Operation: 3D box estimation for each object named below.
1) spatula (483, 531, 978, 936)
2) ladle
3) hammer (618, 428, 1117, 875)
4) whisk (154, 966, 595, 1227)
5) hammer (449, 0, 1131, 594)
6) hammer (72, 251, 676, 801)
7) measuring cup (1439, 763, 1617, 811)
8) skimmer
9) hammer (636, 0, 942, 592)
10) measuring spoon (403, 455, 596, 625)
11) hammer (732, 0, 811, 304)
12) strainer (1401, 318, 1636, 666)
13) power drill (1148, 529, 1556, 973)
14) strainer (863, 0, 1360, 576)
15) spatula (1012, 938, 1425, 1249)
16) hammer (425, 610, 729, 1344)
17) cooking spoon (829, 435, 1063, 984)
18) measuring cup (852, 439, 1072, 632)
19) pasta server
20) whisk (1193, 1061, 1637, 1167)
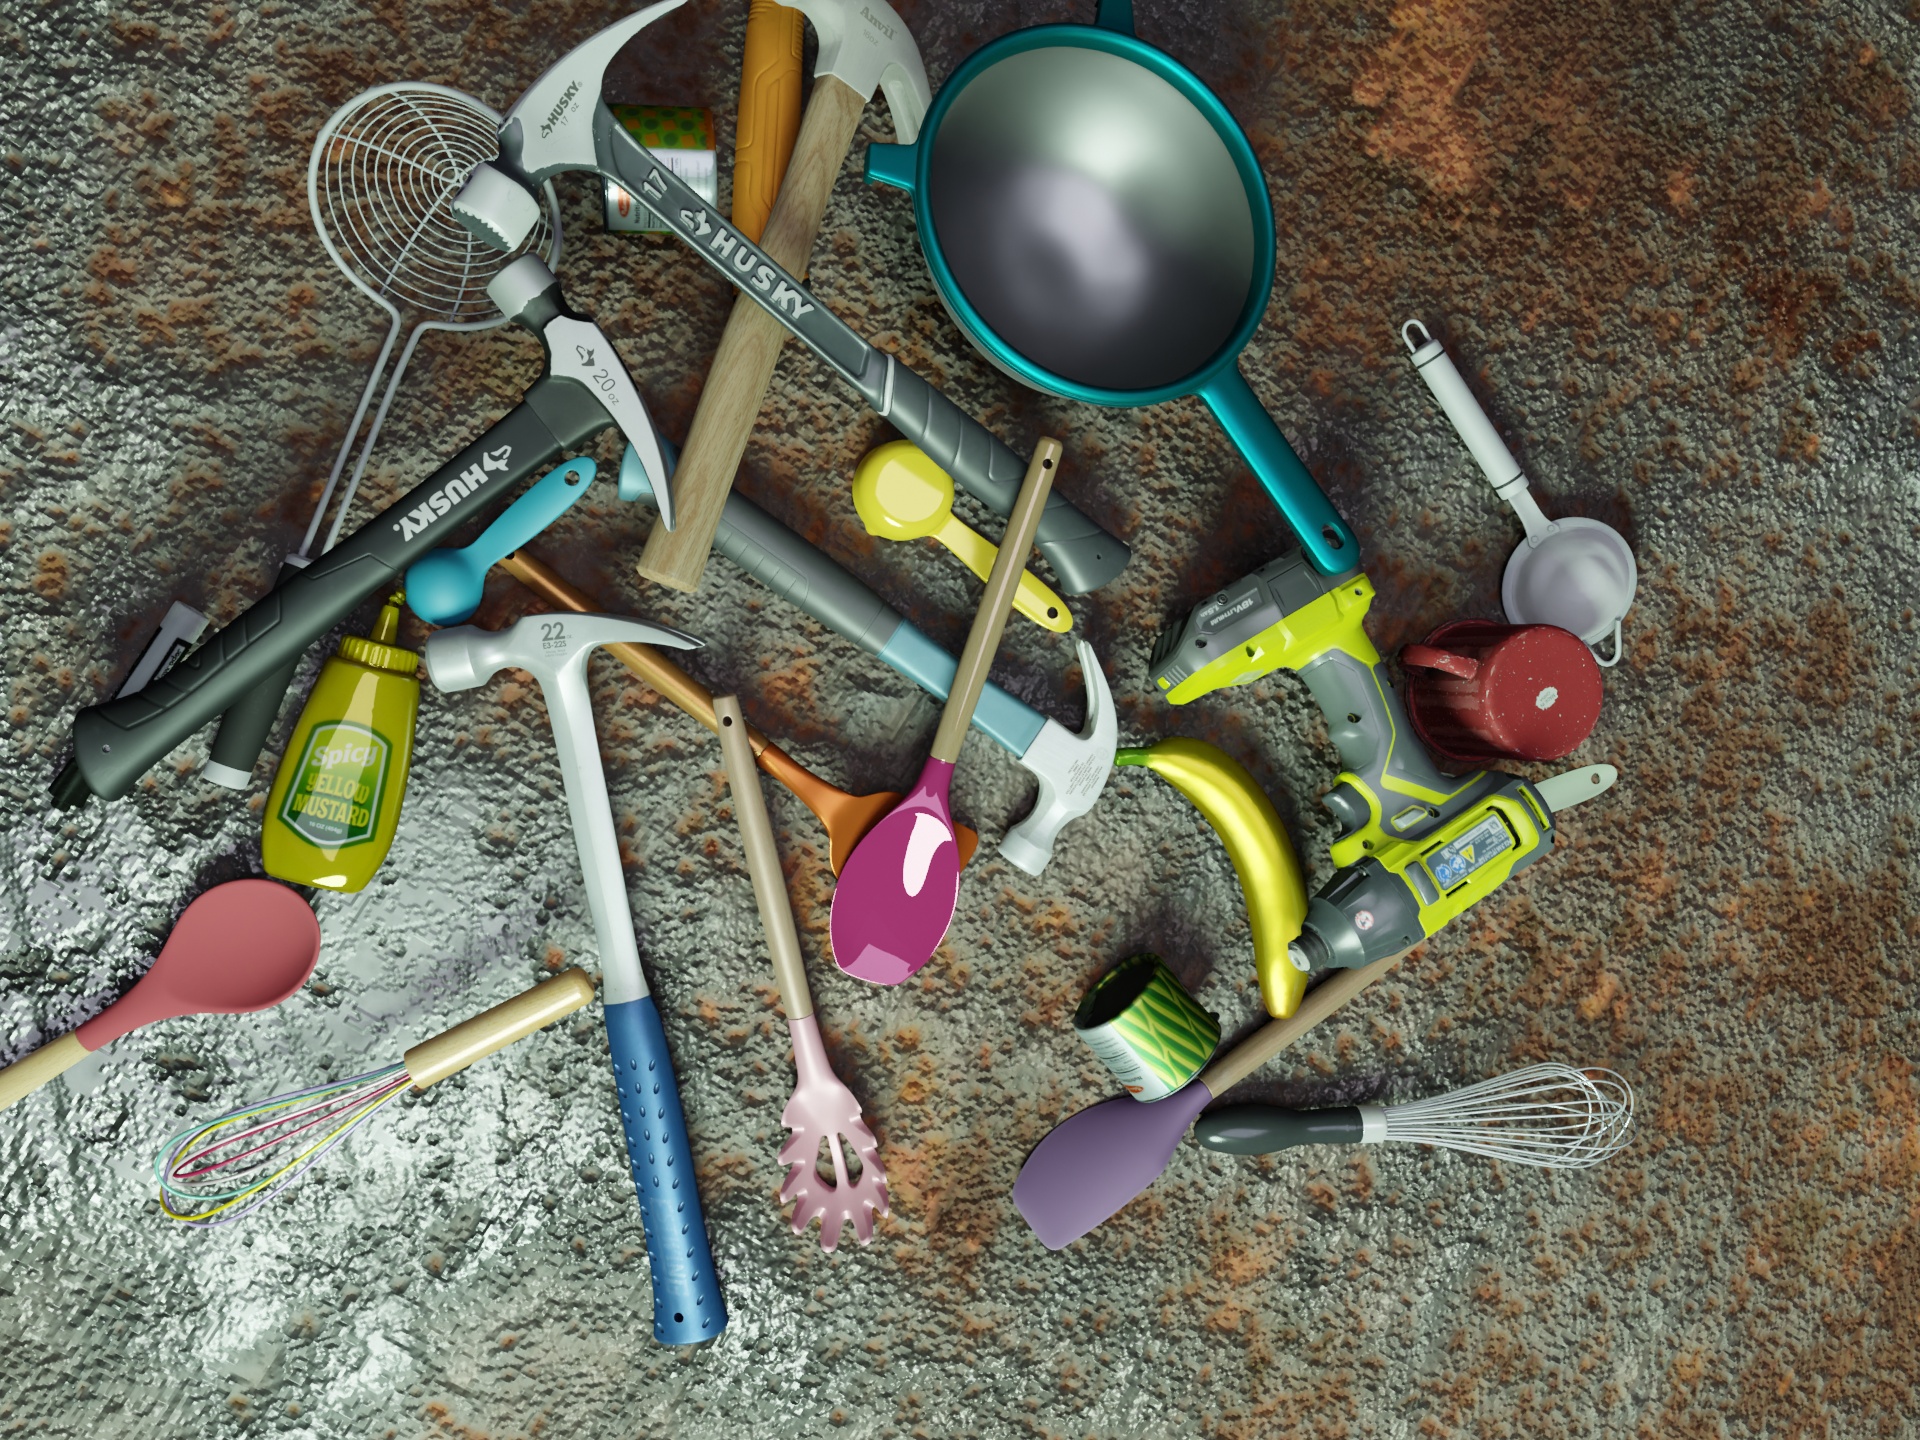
[{"bbox_3d":[-0.131,0.003,0.886,0.322,0.041,0.081,39,84,-7],"label":"spatula"},{"bbox_3d":[-0.469,0.178,0.810,0.315,0.031,0.069,-32,96,-8],"label":"ladle"},{"bbox_3d":[-0.052,-0.054,0.893,0.331,0.033,0.128,35,90,-11],"label":"hammer"},{"bbox_3d":[-0.305,0.188,0.826,0.245,0.047,0.051,-27,108,-4],"label":"whisk"},{"bbox_3d":[-0.052,-0.192,0.828,0.408,0.036,0.149,36,80,-31],"label":"hammer"},{"bbox_3d":[-0.294,-0.070,0.783,0.335,0.035,0.146,-37,99,1],"label":"hammer"},{"bbox_3d":[0.324,0.054,0.982,0.167,0.038,0.083,-17,97,-11],"label":"measuring cup"},{"bbox_3d":[-0.312,-0.136,0.803,0.127,0.090,0.363,21,87,-14],"label":"skimmer"},{"bbox_3d":[-0.098,-0.226,0.839,0.130,0.031,0.331,21,86,-42],"label":"hammer"},{"bbox_3d":[-0.243,-0.097,0.837,0.128,0.021,0.042,-38,95,8],"label":"measuring spoon"},{"bbox_3d":[-0.108,-0.393,0.871,0.127,0.034,0.337,2,91,-14],"label":"hammer"},{"bbox_3d":[0.345,-0.138,0.985,0.087,0.050,0.258,-34,96,5],"label":"strainer"},{"bbox_3d":[0.212,0.020,0.905,0.171,0.080,0.223,-30,83,-17],"label":"power drill"},{"bbox_3d":[0.099,-0.214,0.888,0.211,0.095,0.340,-40,98,-20],"label":"strainer"},{"bbox_3d":[0.166,0.205,0.959,0.316,0.018,0.060,-32,65,-13],"label":"spatula"},{"bbox_3d":[-0.177,0.139,0.861,0.144,0.035,0.405,-10,96,3],"label":"hammer"},{"bbox_3d":[-0.001,-0.003,0.879,0.068,0.017,0.319,18,97,-10],"label":"cooking spoon"},{"bbox_3d":[0.007,-0.101,0.910,0.156,0.029,0.062,38,83,-11],"label":"measuring cup"},{"bbox_3d":[-0.095,0.139,0.875,0.060,0.040,0.316,-11,101,2],"label":"pasta server"},{"bbox_3d":[0.281,0.245,0.975,0.284,0.070,0.070,0,92,-9],"label":"whisk"}]
